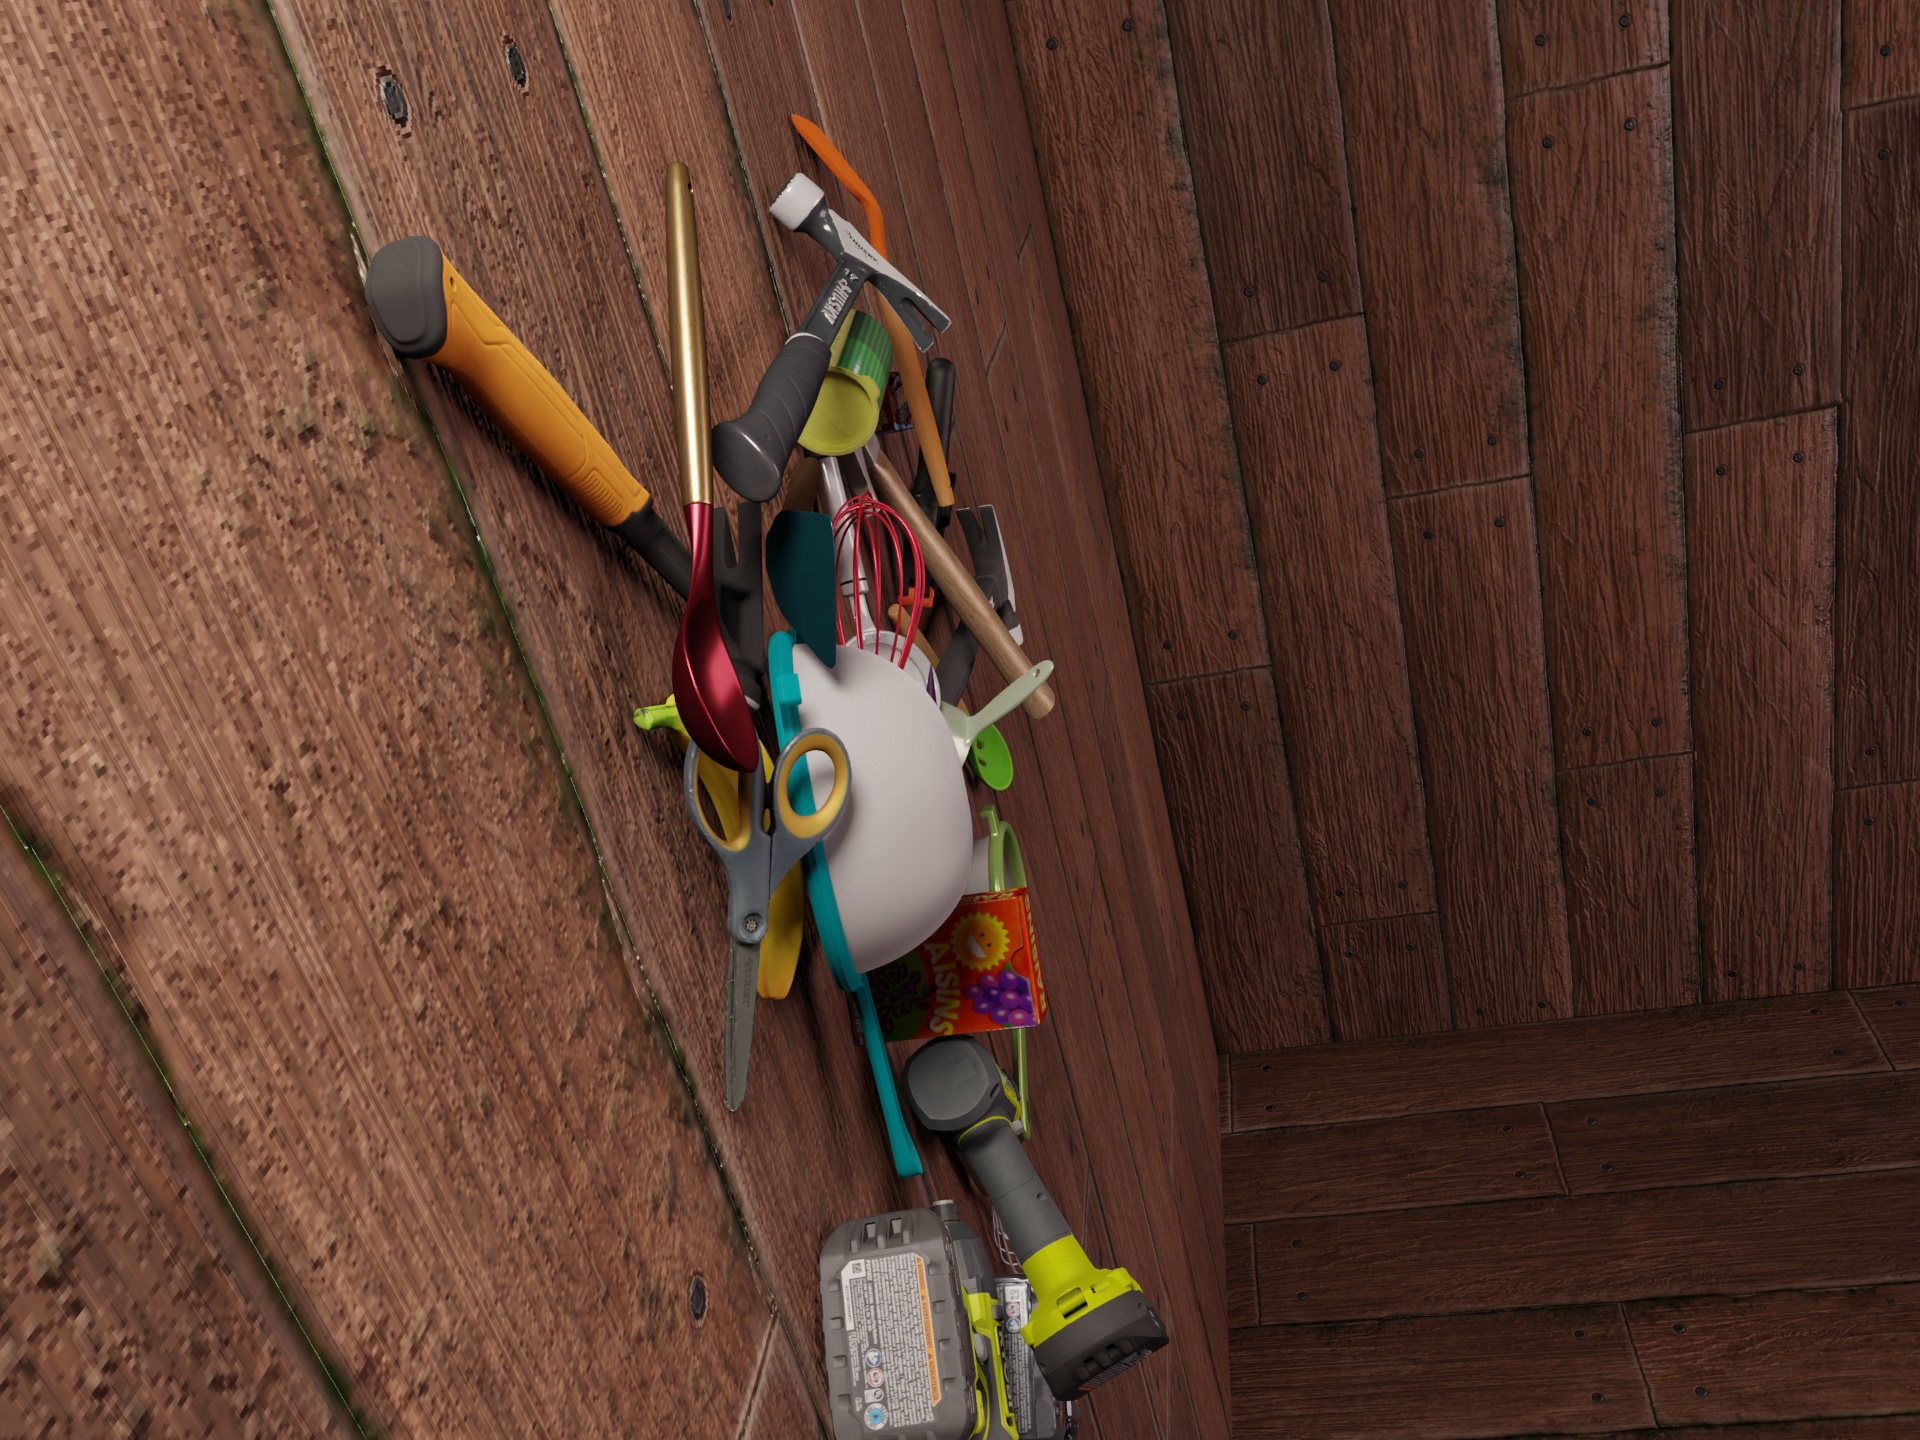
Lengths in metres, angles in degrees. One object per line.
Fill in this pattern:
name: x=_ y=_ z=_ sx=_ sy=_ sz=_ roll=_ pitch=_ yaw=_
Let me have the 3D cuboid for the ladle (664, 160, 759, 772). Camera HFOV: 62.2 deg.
ladle: x=-0.127 y=-0.127 z=0.764 sx=0.069 sy=0.031 sz=0.315 roll=43 pitch=39 yaw=-73

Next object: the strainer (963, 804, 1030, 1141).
strainer: x=0.018 y=0.206 z=1.259 sx=0.151 sy=0.069 sz=0.257 roll=66 pitch=19 yaw=-60

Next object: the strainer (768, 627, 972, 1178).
strainer: x=-0.031 y=0.105 z=0.932 sx=0.211 sy=0.095 sz=0.340 roll=-110 pitch=-172 yaw=-78

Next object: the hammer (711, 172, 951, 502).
hammer: x=-0.087 y=-0.230 z=0.978 sx=0.149 sy=0.036 sz=0.409 roll=39 pitch=28 yaw=-17

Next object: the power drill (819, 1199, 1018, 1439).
power drill: x=-0.017 y=0.372 z=0.970 sx=0.223 sy=0.080 sz=0.171 roll=63 pitch=17 yaw=-64

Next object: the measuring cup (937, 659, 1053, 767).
measuring cup: x=-0.002 y=-0.004 z=1.135 sx=0.038 sy=0.167 sz=0.083 roll=26 pitch=44 yaw=-31

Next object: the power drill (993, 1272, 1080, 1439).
power drill: x=0.050 y=0.507 z=1.182 sx=0.226 sy=0.084 sz=0.185 roll=66 pitch=20 yaw=-64

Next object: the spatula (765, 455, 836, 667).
spatula: x=-0.090 y=-0.120 z=0.961 sx=0.318 sy=0.044 sz=0.082 roll=-94 pitch=-176 yaw=-69

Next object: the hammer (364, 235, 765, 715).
hammer: x=-0.163 y=-0.115 z=0.732 sx=0.336 sy=0.034 sz=0.127 roll=54 pitch=30 yaw=-65

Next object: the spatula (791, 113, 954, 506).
spatula: x=-0.063 y=-0.326 z=1.273 sx=0.081 sy=0.041 sz=0.322 roll=-58 pitch=133 yaw=-73

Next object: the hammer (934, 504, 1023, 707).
hammer: x=0.003 y=-0.070 z=1.359 sx=0.335 sy=0.035 sz=0.146 roll=-68 pitch=148 yaw=-61

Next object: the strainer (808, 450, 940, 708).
strainer: x=-0.073 y=-0.085 z=1.122 sx=0.087 sy=0.050 sz=0.258 roll=-13 pitch=88 yaw=-34

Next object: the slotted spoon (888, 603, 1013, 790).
slotted spoon: x=-0.008 y=-0.020 z=1.407 sx=0.313 sy=0.031 sz=0.070 roll=57 pitch=27 yaw=-58

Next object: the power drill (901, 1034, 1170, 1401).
power drill: x=0.047 y=0.327 z=1.062 sx=0.229 sy=0.080 sz=0.190 roll=58 pitch=-3 yaw=26

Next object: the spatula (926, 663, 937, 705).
spatula: x=-0.021 y=0.063 z=1.112 sx=0.315 sy=0.018 sz=0.060 roll=92 pitch=-2 yaw=-61

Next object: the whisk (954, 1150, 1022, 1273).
whisk: x=0.029 y=0.369 z=1.258 sx=0.059 sy=0.058 sz=0.246 roll=-54 pitch=138 yaw=-29

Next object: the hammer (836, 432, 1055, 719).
hammer: x=-0.013 y=-0.120 z=1.261 sx=0.331 sy=0.031 sz=0.130 roll=53 pitch=29 yaw=-33

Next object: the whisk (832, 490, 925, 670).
whisk: x=-0.059 y=-0.005 z=1.062 sx=0.073 sy=0.073 sz=0.296 roll=-14 pitch=104 yaw=-78
